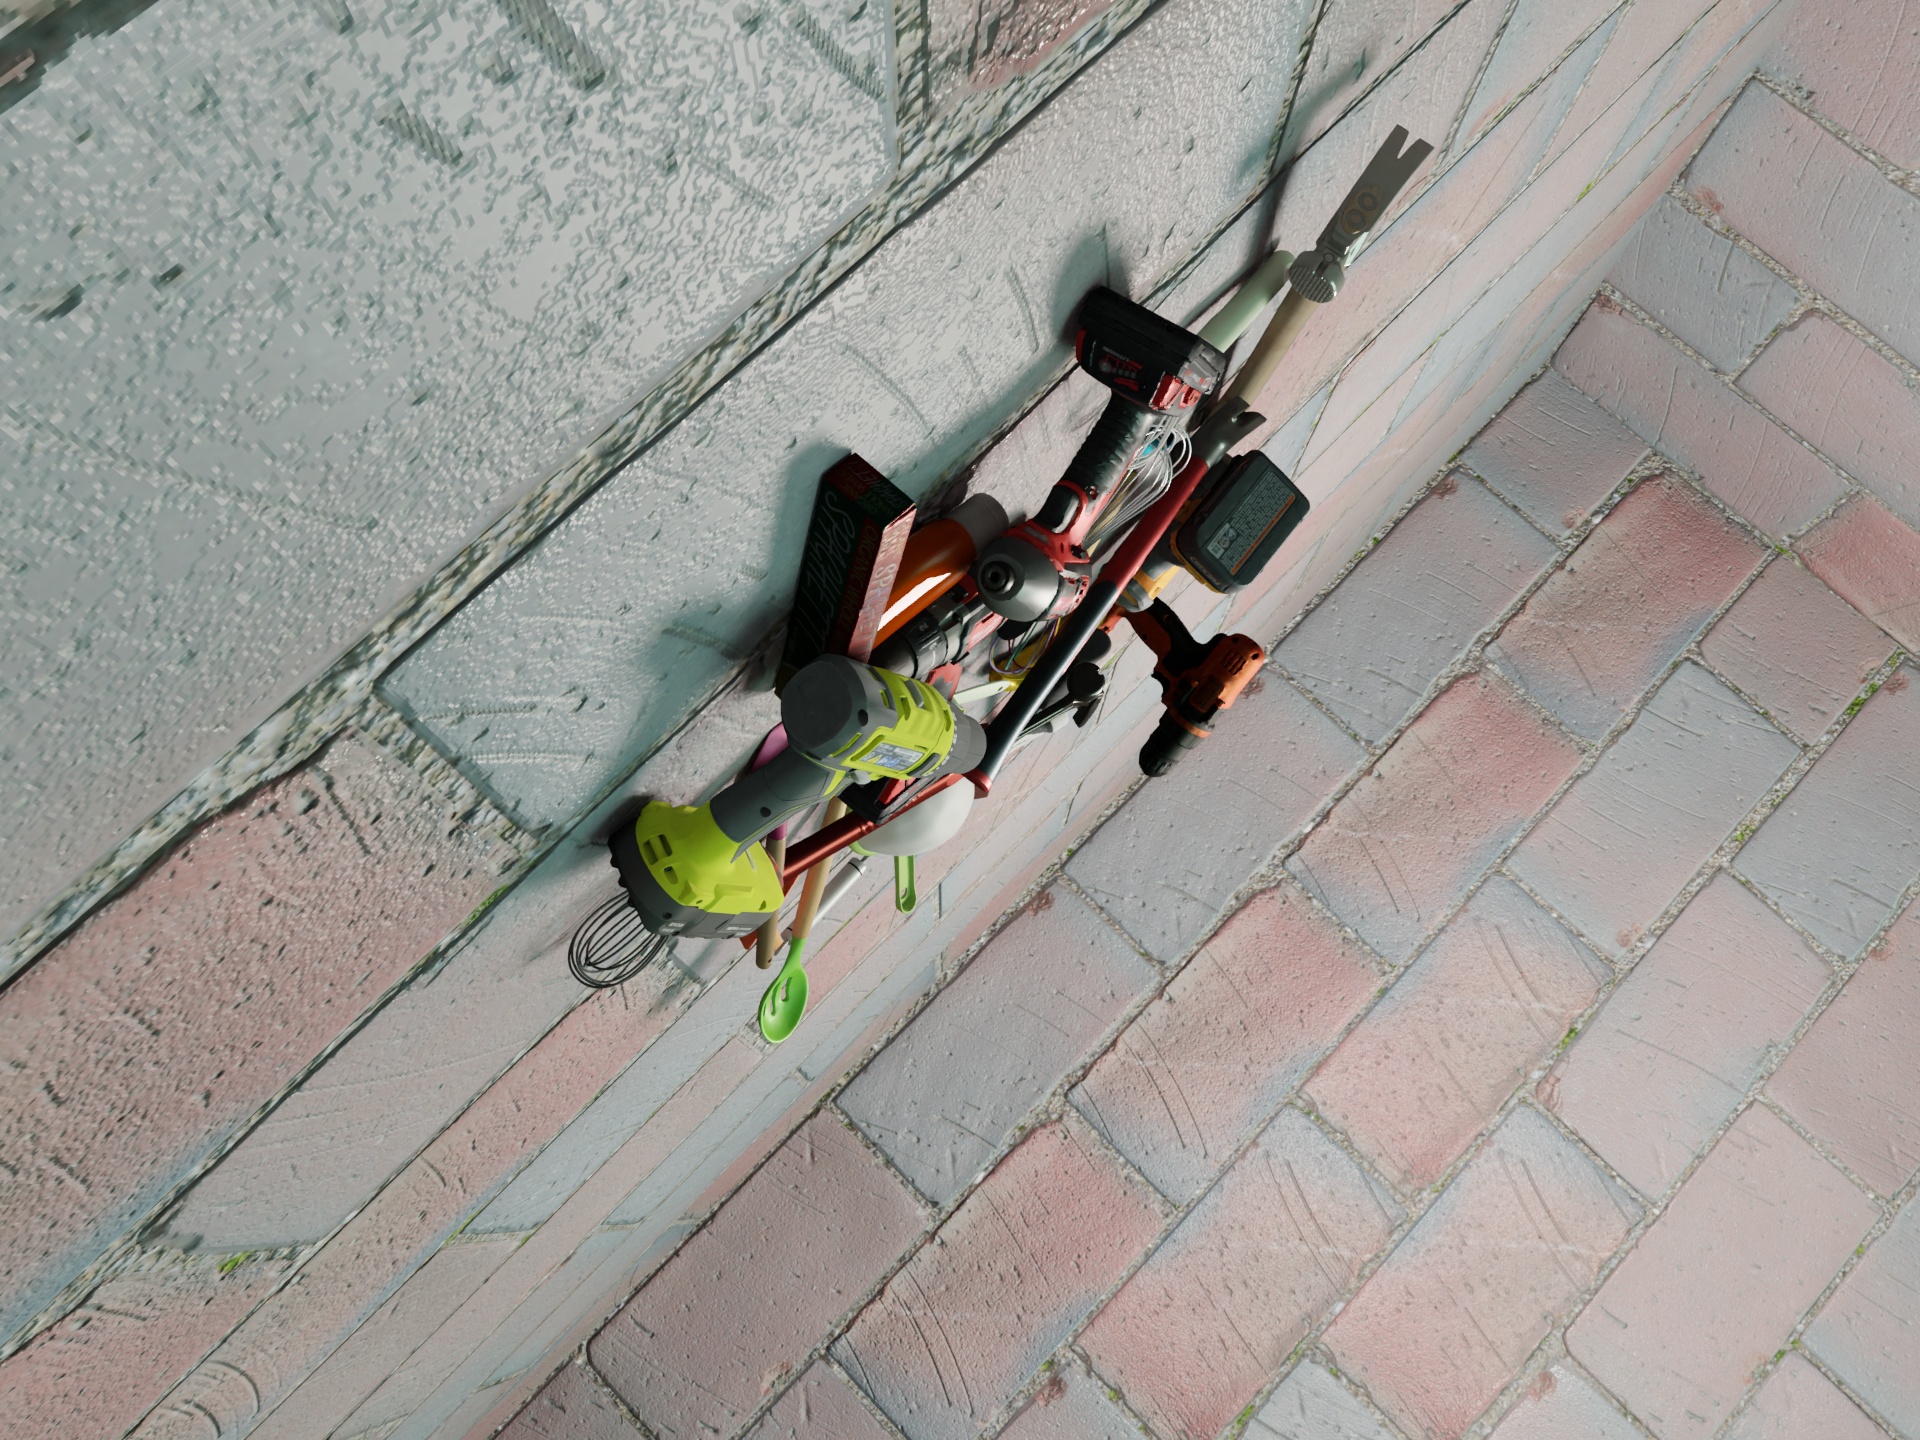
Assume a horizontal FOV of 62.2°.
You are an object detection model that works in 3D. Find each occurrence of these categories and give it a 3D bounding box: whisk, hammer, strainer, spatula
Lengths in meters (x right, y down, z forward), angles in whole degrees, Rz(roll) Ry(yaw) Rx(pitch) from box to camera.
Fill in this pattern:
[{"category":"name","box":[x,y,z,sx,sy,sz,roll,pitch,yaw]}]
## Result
[{"category":"whisk","box":[-0.185,0.104,1.148,0.239,0.055,0.055,-43,168,-13]},{"category":"hammer","box":[0.120,-0.105,1.314,0.386,0.038,0.143,-54,-174,-15]},{"category":"hammer","box":[-0.034,0.060,1.390,0.359,0.037,0.149,-30,171,-10]},{"category":"strainer","box":[-0.036,0.114,1.524,0.151,0.069,0.256,-37,147,-32]},{"category":"whisk","box":[0.181,-0.279,1.218,0.246,0.059,0.057,-48,153,-18]},{"category":"hammer","box":[0.080,-0.017,1.592,0.149,0.036,0.409,-34,174,-15]},{"category":"spatula","box":[-0.183,0.201,1.539,0.081,0.041,0.322,-56,173,-15]},{"category":"strainer","box":[-0.097,0.141,1.576,0.258,0.050,0.087,-46,-168,-24]},{"category":"hammer","box":[0.265,-0.320,1.297,0.146,0.038,0.410,-54,178,-13]},{"category":"whisk","box":[0.101,-0.154,1.331,0.070,0.070,0.284,-36,169,-43]},{"category":"whisk","box":[0.095,-0.128,1.426,0.051,0.047,0.245,-29,156,-52]}]

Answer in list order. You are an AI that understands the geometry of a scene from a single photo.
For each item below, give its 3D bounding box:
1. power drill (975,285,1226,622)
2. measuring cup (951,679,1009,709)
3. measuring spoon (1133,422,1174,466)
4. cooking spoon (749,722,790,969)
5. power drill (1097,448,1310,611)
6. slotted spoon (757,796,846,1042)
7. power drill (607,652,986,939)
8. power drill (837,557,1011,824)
[{"category":"power drill","box":[0.081,-0.165,1.050,0.219,0.078,0.143,-62,165,14]},{"category":"measuring cup","box":[-0.002,-0.005,1.431,0.167,0.038,0.083,-18,152,-45]},{"category":"measuring spoon","box":[0.173,-0.236,1.381,0.042,0.021,0.128,-52,168,22]},{"category":"cooking spoon","box":[-0.148,0.106,1.271,0.069,0.017,0.318,-38,154,-36]},{"category":"power drill","box":[0.235,-0.190,1.489,0.185,0.084,0.226,-50,-167,-12]},{"category":"slotted spoon","box":[-0.142,0.178,1.478,0.070,0.031,0.313,-28,143,-49]},{"category":"power drill","box":[-0.100,0.051,1.048,0.228,0.080,0.190,-38,156,18]},{"category":"power drill","box":[-0.045,-0.019,1.207,0.188,0.080,0.226,-38,163,-39]}]
